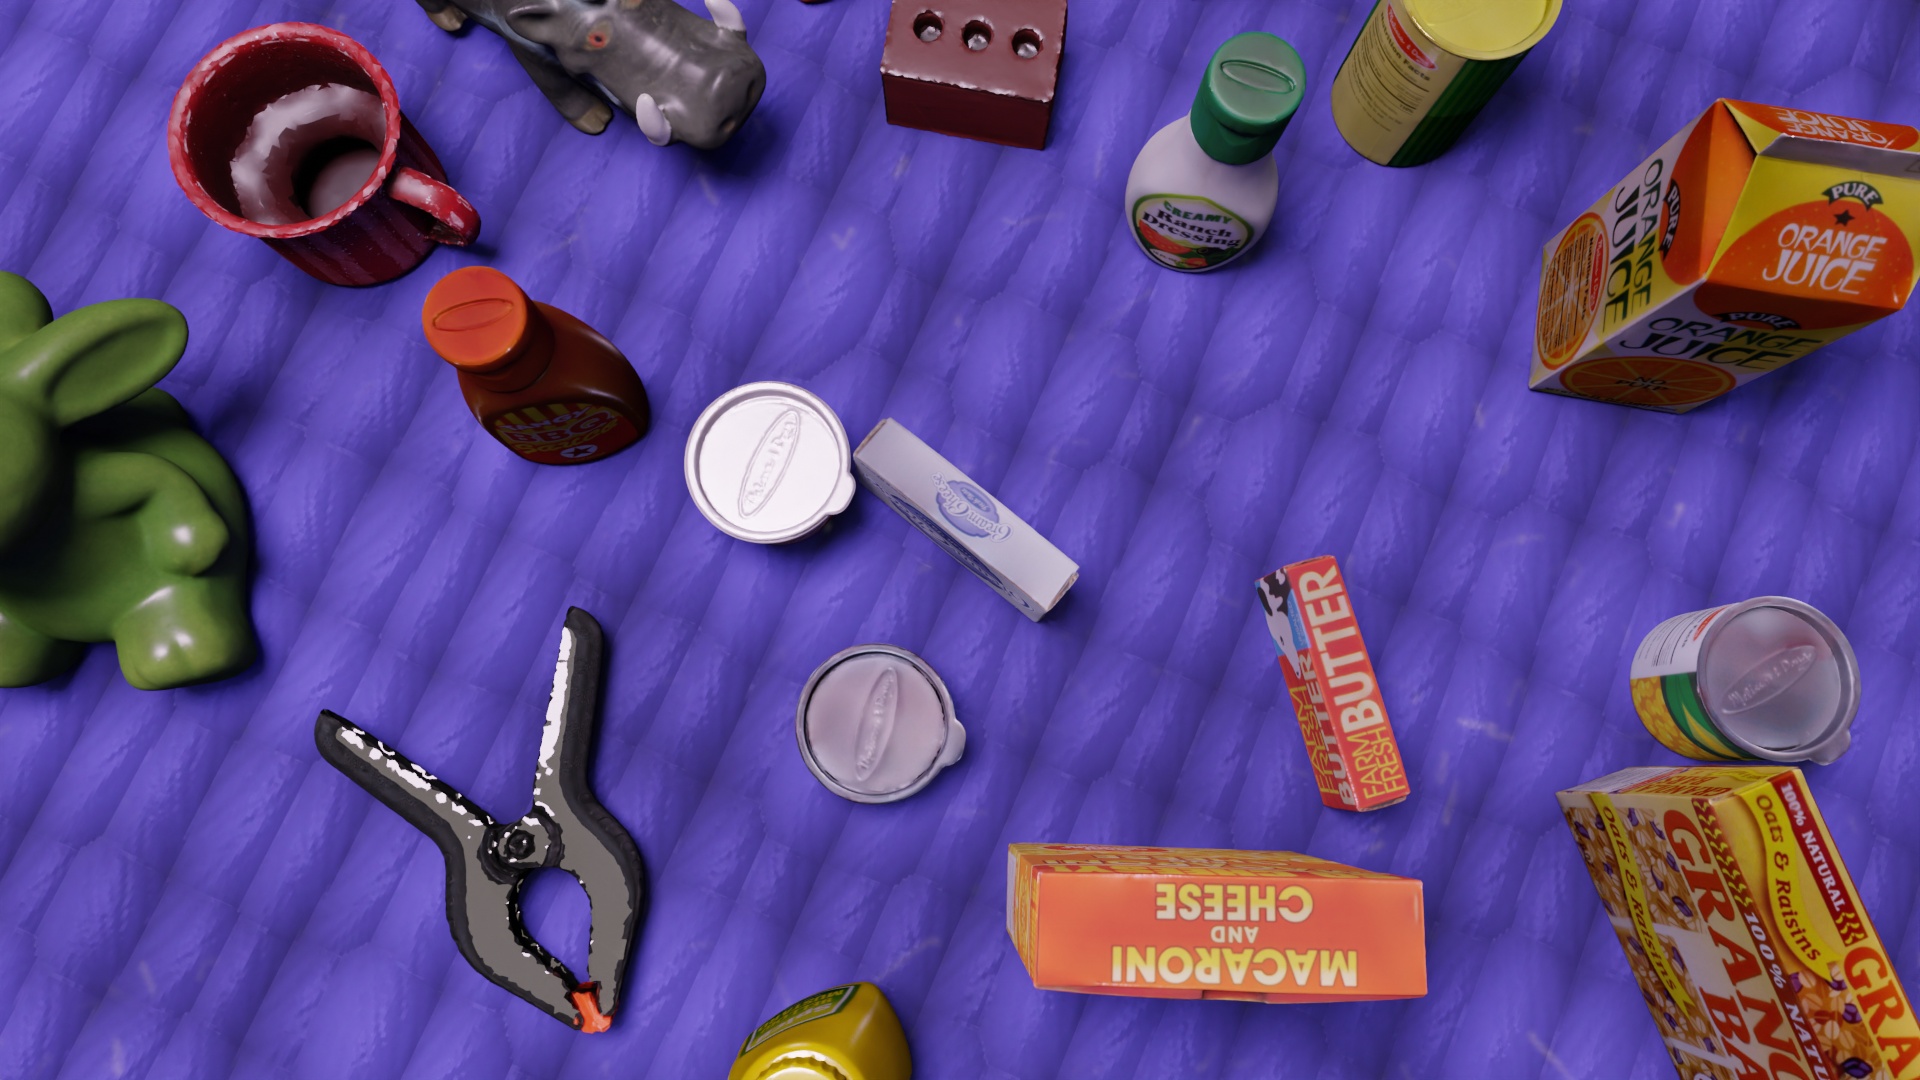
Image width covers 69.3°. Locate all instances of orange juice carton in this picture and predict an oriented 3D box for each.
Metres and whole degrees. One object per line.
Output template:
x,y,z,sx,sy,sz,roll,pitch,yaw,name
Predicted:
0.299,-0.112,0.544,0.072,0.192,0.073,9,81,1,orange juice carton

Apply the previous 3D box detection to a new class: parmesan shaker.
0.206,-0.217,0.606,0.071,0.103,0.071,0,81,-1,parmesan shaker

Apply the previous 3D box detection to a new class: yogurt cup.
-0.079,-0.029,0.592,0.072,0.054,0.072,0,80,-1,yogurt cup

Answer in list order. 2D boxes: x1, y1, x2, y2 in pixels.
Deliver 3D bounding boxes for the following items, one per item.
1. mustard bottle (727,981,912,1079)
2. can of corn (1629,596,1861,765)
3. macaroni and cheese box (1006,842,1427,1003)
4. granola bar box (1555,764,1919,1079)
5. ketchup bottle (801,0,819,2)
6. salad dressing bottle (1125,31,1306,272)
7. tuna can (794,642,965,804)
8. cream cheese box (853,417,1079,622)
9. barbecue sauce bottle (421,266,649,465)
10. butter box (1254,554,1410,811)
-0.053,0.197,0.500,0.065,0.160,0.049,-24,82,-5,mustard bottle
0.328,0.062,0.582,0.071,0.058,0.071,0,80,-1,can of corn
0.083,0.136,0.510,0.124,0.166,0.040,2,81,-1,macaroni and cheese box
0.304,0.169,0.530,0.039,0.124,0.165,-20,81,-4,granola bar box
-0.072,-0.295,0.590,0.043,0.148,0.065,-25,82,-5,ketchup bottle
0.105,-0.156,0.570,0.064,0.147,0.044,18,81,2,salad dressing bottle
-0.033,0.078,0.585,0.071,0.032,0.071,0,80,-1,tuna can
0.002,-0.007,0.590,0.104,0.053,0.024,39,82,5,cream cheese box
-0.169,-0.067,0.549,0.065,0.148,0.044,-13,81,-3,barbecue sauce bottle
0.155,0.060,0.582,0.024,0.053,0.103,-15,81,-3,butter box
